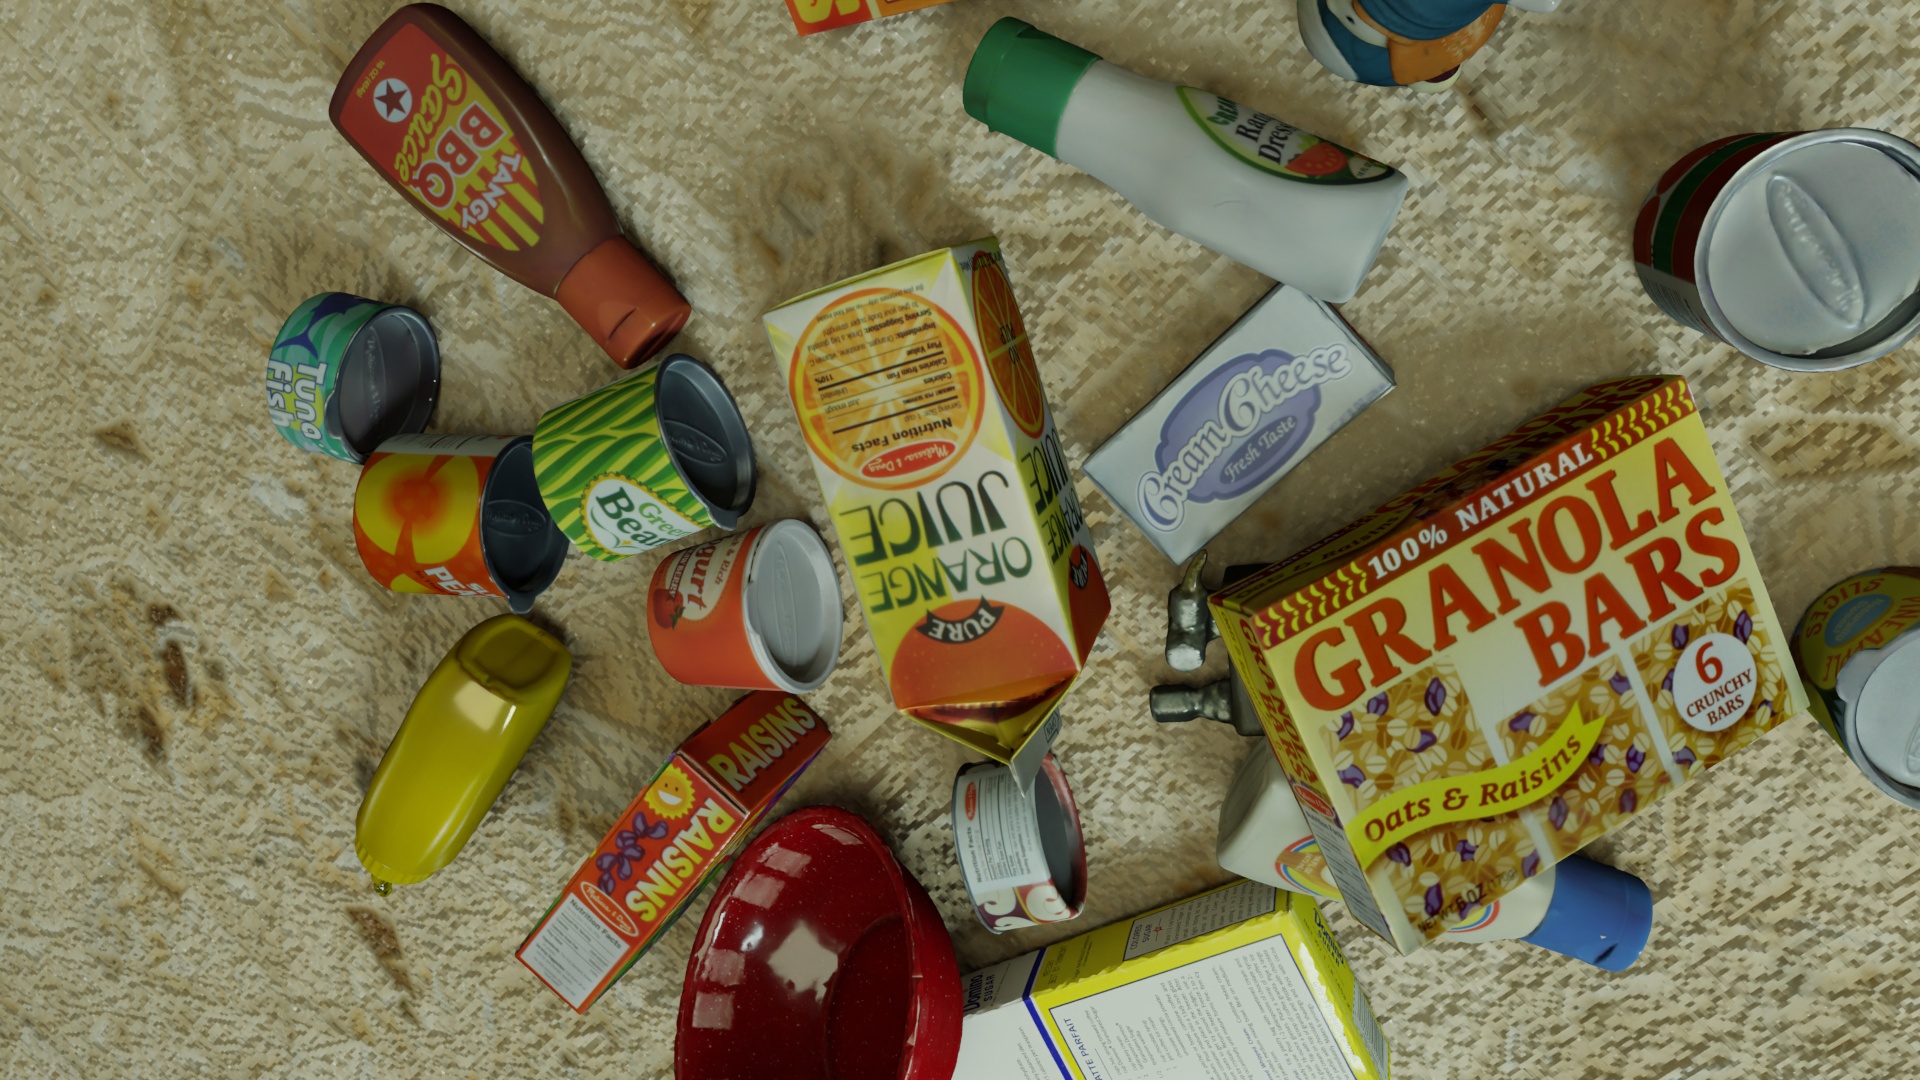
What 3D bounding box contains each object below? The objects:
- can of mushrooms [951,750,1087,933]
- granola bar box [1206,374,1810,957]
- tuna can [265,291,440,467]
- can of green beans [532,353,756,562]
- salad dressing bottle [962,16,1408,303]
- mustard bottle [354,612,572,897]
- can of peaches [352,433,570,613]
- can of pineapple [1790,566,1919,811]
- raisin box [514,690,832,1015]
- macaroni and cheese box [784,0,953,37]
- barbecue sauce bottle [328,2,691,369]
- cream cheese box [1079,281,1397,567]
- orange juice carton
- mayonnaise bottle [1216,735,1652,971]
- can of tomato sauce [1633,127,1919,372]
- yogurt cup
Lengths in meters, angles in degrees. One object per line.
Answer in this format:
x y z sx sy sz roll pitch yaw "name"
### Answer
0.024 0.116 0.539 0.033 0.071 0.071 -16 101 16 "can of mushrooms"
0.179 0.037 0.453 0.166 0.039 0.124 -27 99 -10 "granola bar box"
-0.242 -0.063 0.552 0.033 0.071 0.070 13 108 11 "tuna can"
-0.120 -0.031 0.533 0.058 0.071 0.071 -20 100 19 "can of green beans"
0.072 -0.130 0.464 0.148 0.064 0.043 28 127 13 "salad dressing bottle"
-0.224 0.103 0.598 0.049 0.065 0.159 37 114 -3 "mustard bottle"
-0.199 -0.008 0.557 0.058 0.071 0.071 3 106 14 "can of peaches"
0.313 0.046 0.451 0.071 0.058 0.070 4 105 13 "can of pineapple"
-0.114 0.121 0.562 0.040 0.086 0.123 42 110 5 "raisin box"
0.008 -0.237 0.431 0.166 0.040 0.123 -7 136 16 "macaroni and cheese box"
-0.167 -0.130 0.530 0.148 0.044 0.064 46 109 -2 "barbecue sauce bottle"
0.098 -0.043 0.498 0.103 0.024 0.053 -43 91 20 "cream cheese box"
0.002 -0.006 0.506 0.073 0.072 0.192 -15 101 18 "orange juice carton"
0.172 0.116 0.505 0.148 0.041 0.064 19 134 0 "mayonnaise bottle"
0.247 -0.091 0.417 0.071 0.083 0.071 4 106 13 "can of tomato sauce"
-0.085 0.028 0.542 0.054 0.073 0.072 -8 103 24 "yogurt cup"
